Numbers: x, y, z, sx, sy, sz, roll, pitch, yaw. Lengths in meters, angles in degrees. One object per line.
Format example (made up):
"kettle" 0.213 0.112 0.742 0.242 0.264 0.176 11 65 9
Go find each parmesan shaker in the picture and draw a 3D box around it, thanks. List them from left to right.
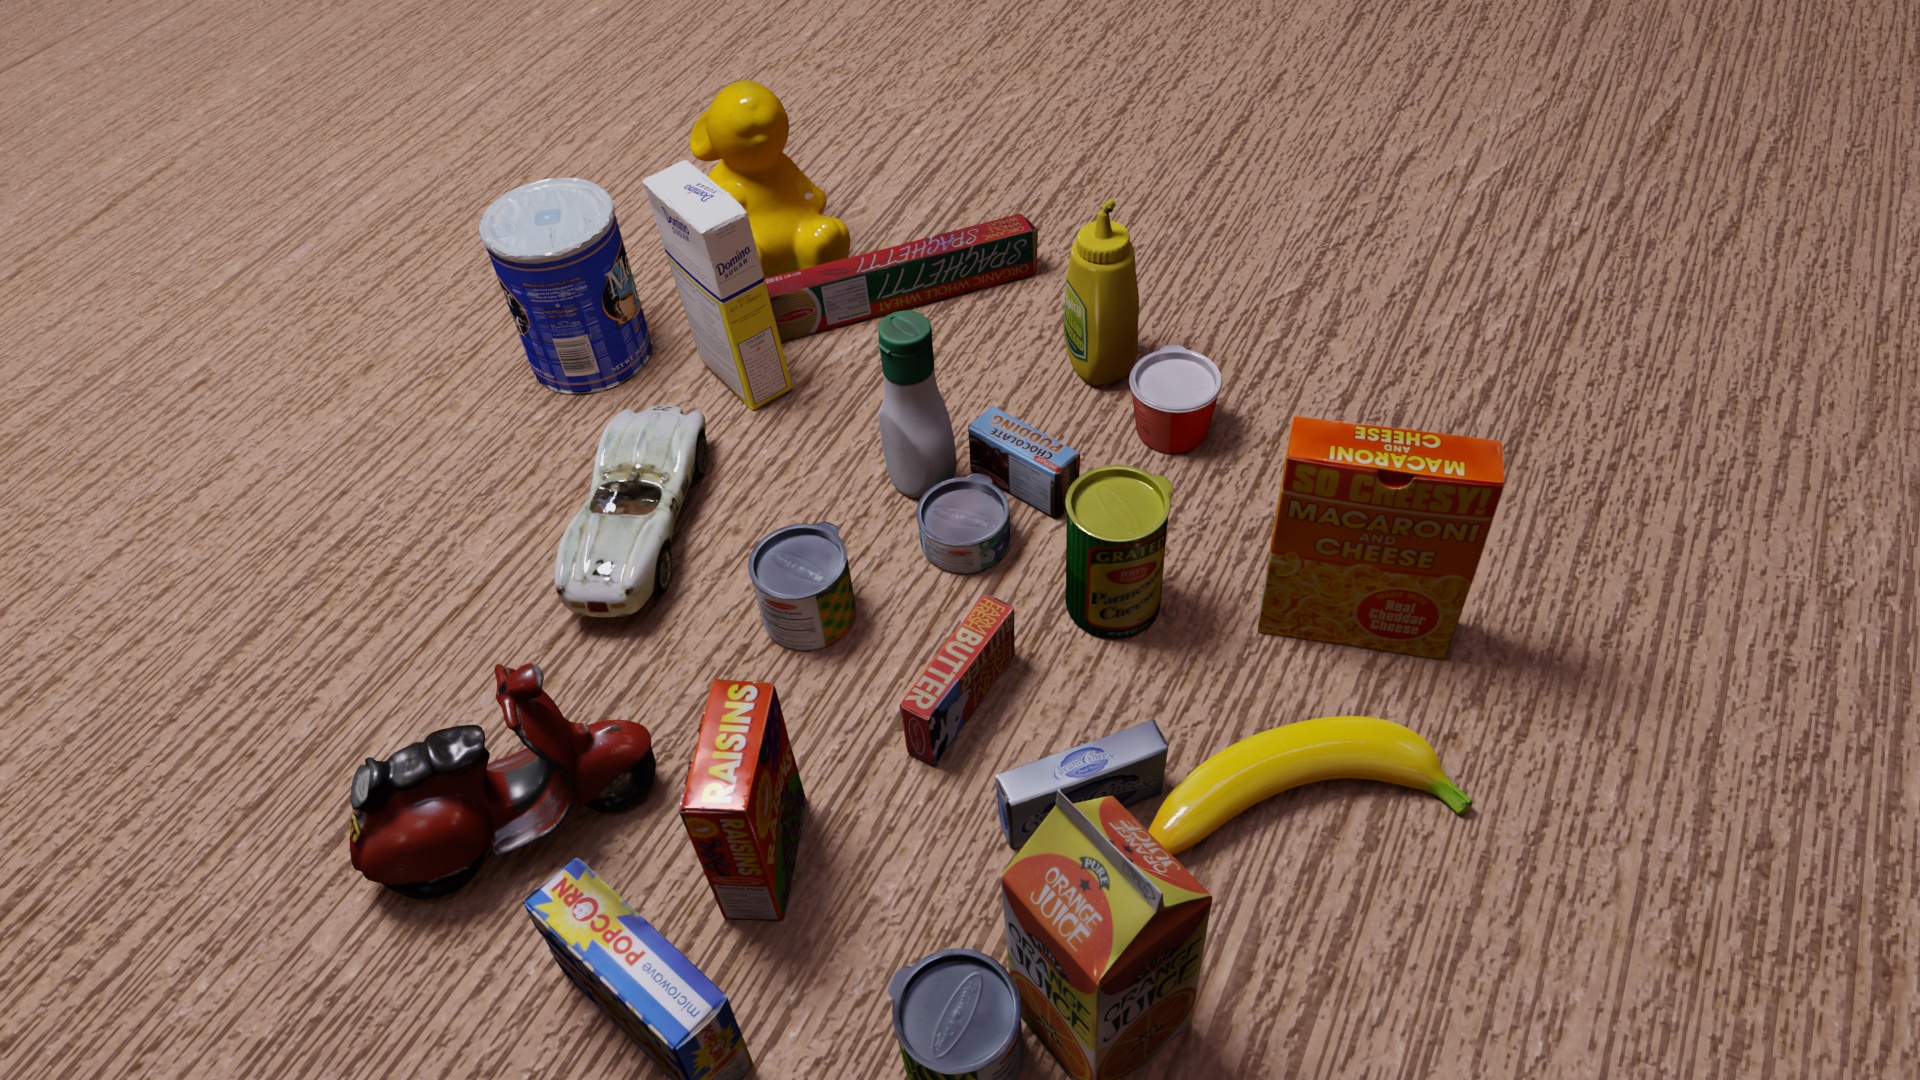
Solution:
"parmesan shaker" 0.105 0.008 0.916 0.071 0.102 0.072 -2 48 2

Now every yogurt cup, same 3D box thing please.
"yogurt cup" 0.161 -0.102 1.045 0.072 0.053 0.073 -2 48 2

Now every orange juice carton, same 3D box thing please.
"orange juice carton" 0.071 0.197 0.690 0.073 0.191 0.072 -31 53 -21

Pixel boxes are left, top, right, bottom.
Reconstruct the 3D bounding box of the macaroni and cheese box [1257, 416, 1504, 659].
"macaroni and cheese box" 0.258 0.002 0.868 0.124 0.165 0.040 8 49 11

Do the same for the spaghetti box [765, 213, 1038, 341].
"spaghetti box" -0.055 -0.220 1.168 0.250 0.050 0.029 -17 49 -11

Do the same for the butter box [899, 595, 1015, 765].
"butter box" 0.000 0.088 0.886 0.024 0.052 0.104 23 54 23

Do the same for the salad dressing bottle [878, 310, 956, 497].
"salad dressing bottle" -0.034 -0.095 0.990 0.044 0.146 0.064 -33 54 -23

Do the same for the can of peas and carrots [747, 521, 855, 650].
"can of peas and carrots" -0.105 0.030 0.942 0.071 0.058 0.071 -2 48 2

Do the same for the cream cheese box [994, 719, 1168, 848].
"cream cheese box" 0.073 0.146 0.828 0.104 0.053 0.024 -18 49 -11

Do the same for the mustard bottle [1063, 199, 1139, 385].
"mustard bottle" 0.107 -0.193 1.059 0.049 0.159 0.065 -18 49 -12

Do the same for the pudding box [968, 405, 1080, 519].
"pudding box" 0.046 -0.058 1.015 0.084 0.049 0.030 31 57 27

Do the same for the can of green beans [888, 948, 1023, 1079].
"can of green beans" 0.000 0.258 0.730 0.071 0.057 0.071 -2 48 2

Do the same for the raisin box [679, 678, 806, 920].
"raisin box" -0.122 0.149 0.792 0.040 0.122 0.086 2 48 6

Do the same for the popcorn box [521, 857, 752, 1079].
"popcorn box" -0.171 0.237 0.743 0.127 0.084 0.038 32 58 28

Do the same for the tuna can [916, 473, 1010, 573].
"tuna can" 0.004 -0.012 0.989 0.071 0.032 0.071 -2 48 2
